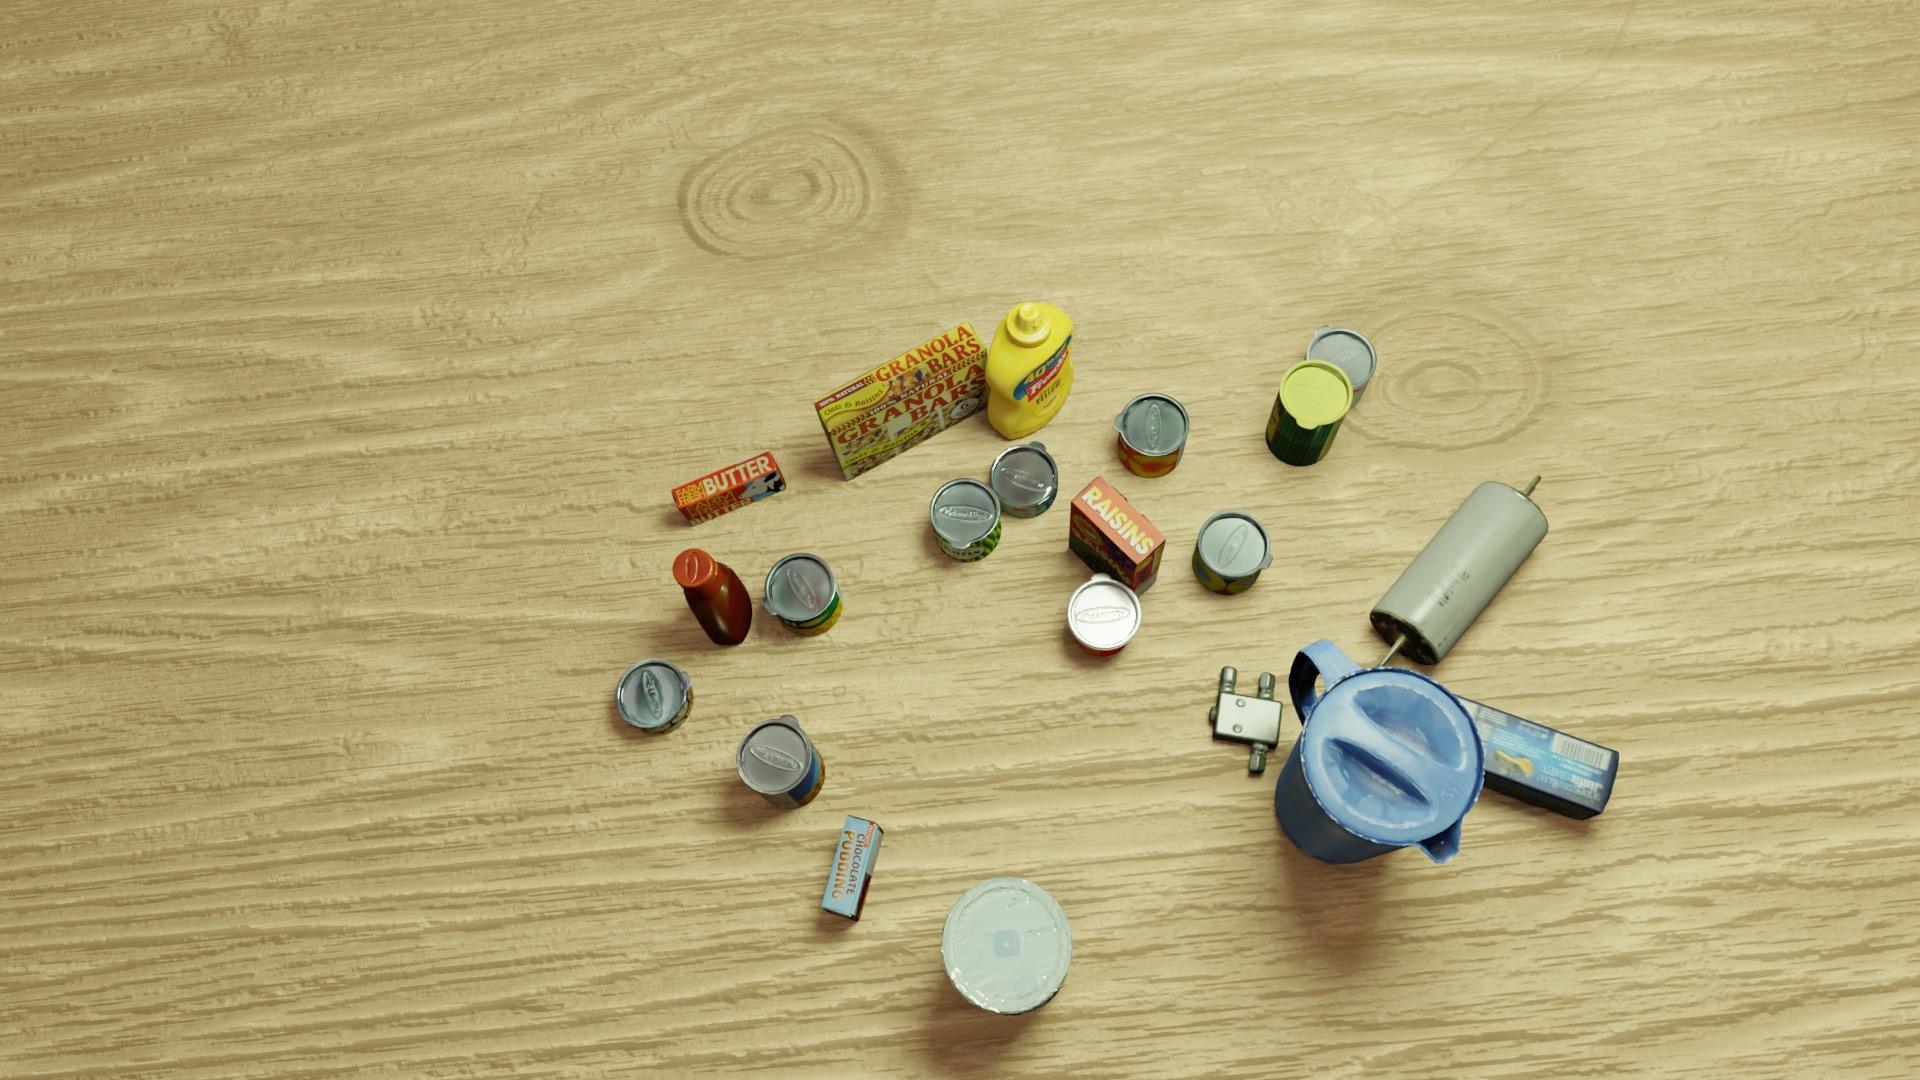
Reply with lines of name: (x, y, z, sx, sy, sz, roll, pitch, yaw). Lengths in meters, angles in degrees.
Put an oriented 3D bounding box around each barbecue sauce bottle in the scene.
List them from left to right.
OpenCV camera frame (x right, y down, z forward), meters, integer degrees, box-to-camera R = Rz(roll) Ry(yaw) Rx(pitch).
barbecue sauce bottle: (-0.225, 0.047, 1.264, 0.044, 0.148, 0.065, -3, 70, 3)

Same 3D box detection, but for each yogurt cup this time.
yogurt cup: (0.132, 0.074, 1.281, 0.072, 0.053, 0.072, -1, 70, 3)

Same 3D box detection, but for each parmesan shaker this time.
parmesan shaker: (0.326, -0.116, 1.313, 0.071, 0.102, 0.071, -1, 70, 3)

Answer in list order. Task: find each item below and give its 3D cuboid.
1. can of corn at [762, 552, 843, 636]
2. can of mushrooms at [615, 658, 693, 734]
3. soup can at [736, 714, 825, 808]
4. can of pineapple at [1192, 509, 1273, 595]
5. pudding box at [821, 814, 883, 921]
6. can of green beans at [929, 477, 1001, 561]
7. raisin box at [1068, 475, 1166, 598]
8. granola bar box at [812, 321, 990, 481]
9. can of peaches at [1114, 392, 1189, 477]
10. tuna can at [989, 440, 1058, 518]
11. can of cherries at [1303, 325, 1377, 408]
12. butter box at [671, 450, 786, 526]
can of corn: (-0.148, 0.053, 1.305, 0.071, 0.058, 0.071, -1, 70, 3)
can of mushrooms: (-0.282, 0.145, 1.293, 0.071, 0.033, 0.071, -1, 70, 3)
soup can: (-0.157, 0.198, 1.238, 0.071, 0.083, 0.071, -1, 70, 3)
can of pineapple: (0.252, 0.013, 1.294, 0.071, 0.057, 0.071, -1, 70, 3)
pudding box: (-0.094, 0.288, 1.220, 0.030, 0.049, 0.084, 12, 71, 8)
can of green beans: (0.005, -0.019, 1.321, 0.071, 0.057, 0.071, -1, 70, 3)
raisin box: (0.142, 0.002, 1.271, 0.040, 0.123, 0.086, -41, 73, -10)
granola bar box: (-0.053, -0.132, 1.332, 0.166, 0.124, 0.039, -28, 71, -7)
can of peaches: (0.183, -0.101, 1.340, 0.071, 0.058, 0.071, -1, 70, 3)
tuna can: (0.063, -0.059, 1.346, 0.071, 0.032, 0.071, -1, 70, 3)
can of cherries: (0.365, -0.167, 1.353, 0.071, 0.058, 0.072, -1, 70, 3)
butter box: (-0.224, -0.050, 1.350, 0.103, 0.053, 0.024, -22, 70, -4)
